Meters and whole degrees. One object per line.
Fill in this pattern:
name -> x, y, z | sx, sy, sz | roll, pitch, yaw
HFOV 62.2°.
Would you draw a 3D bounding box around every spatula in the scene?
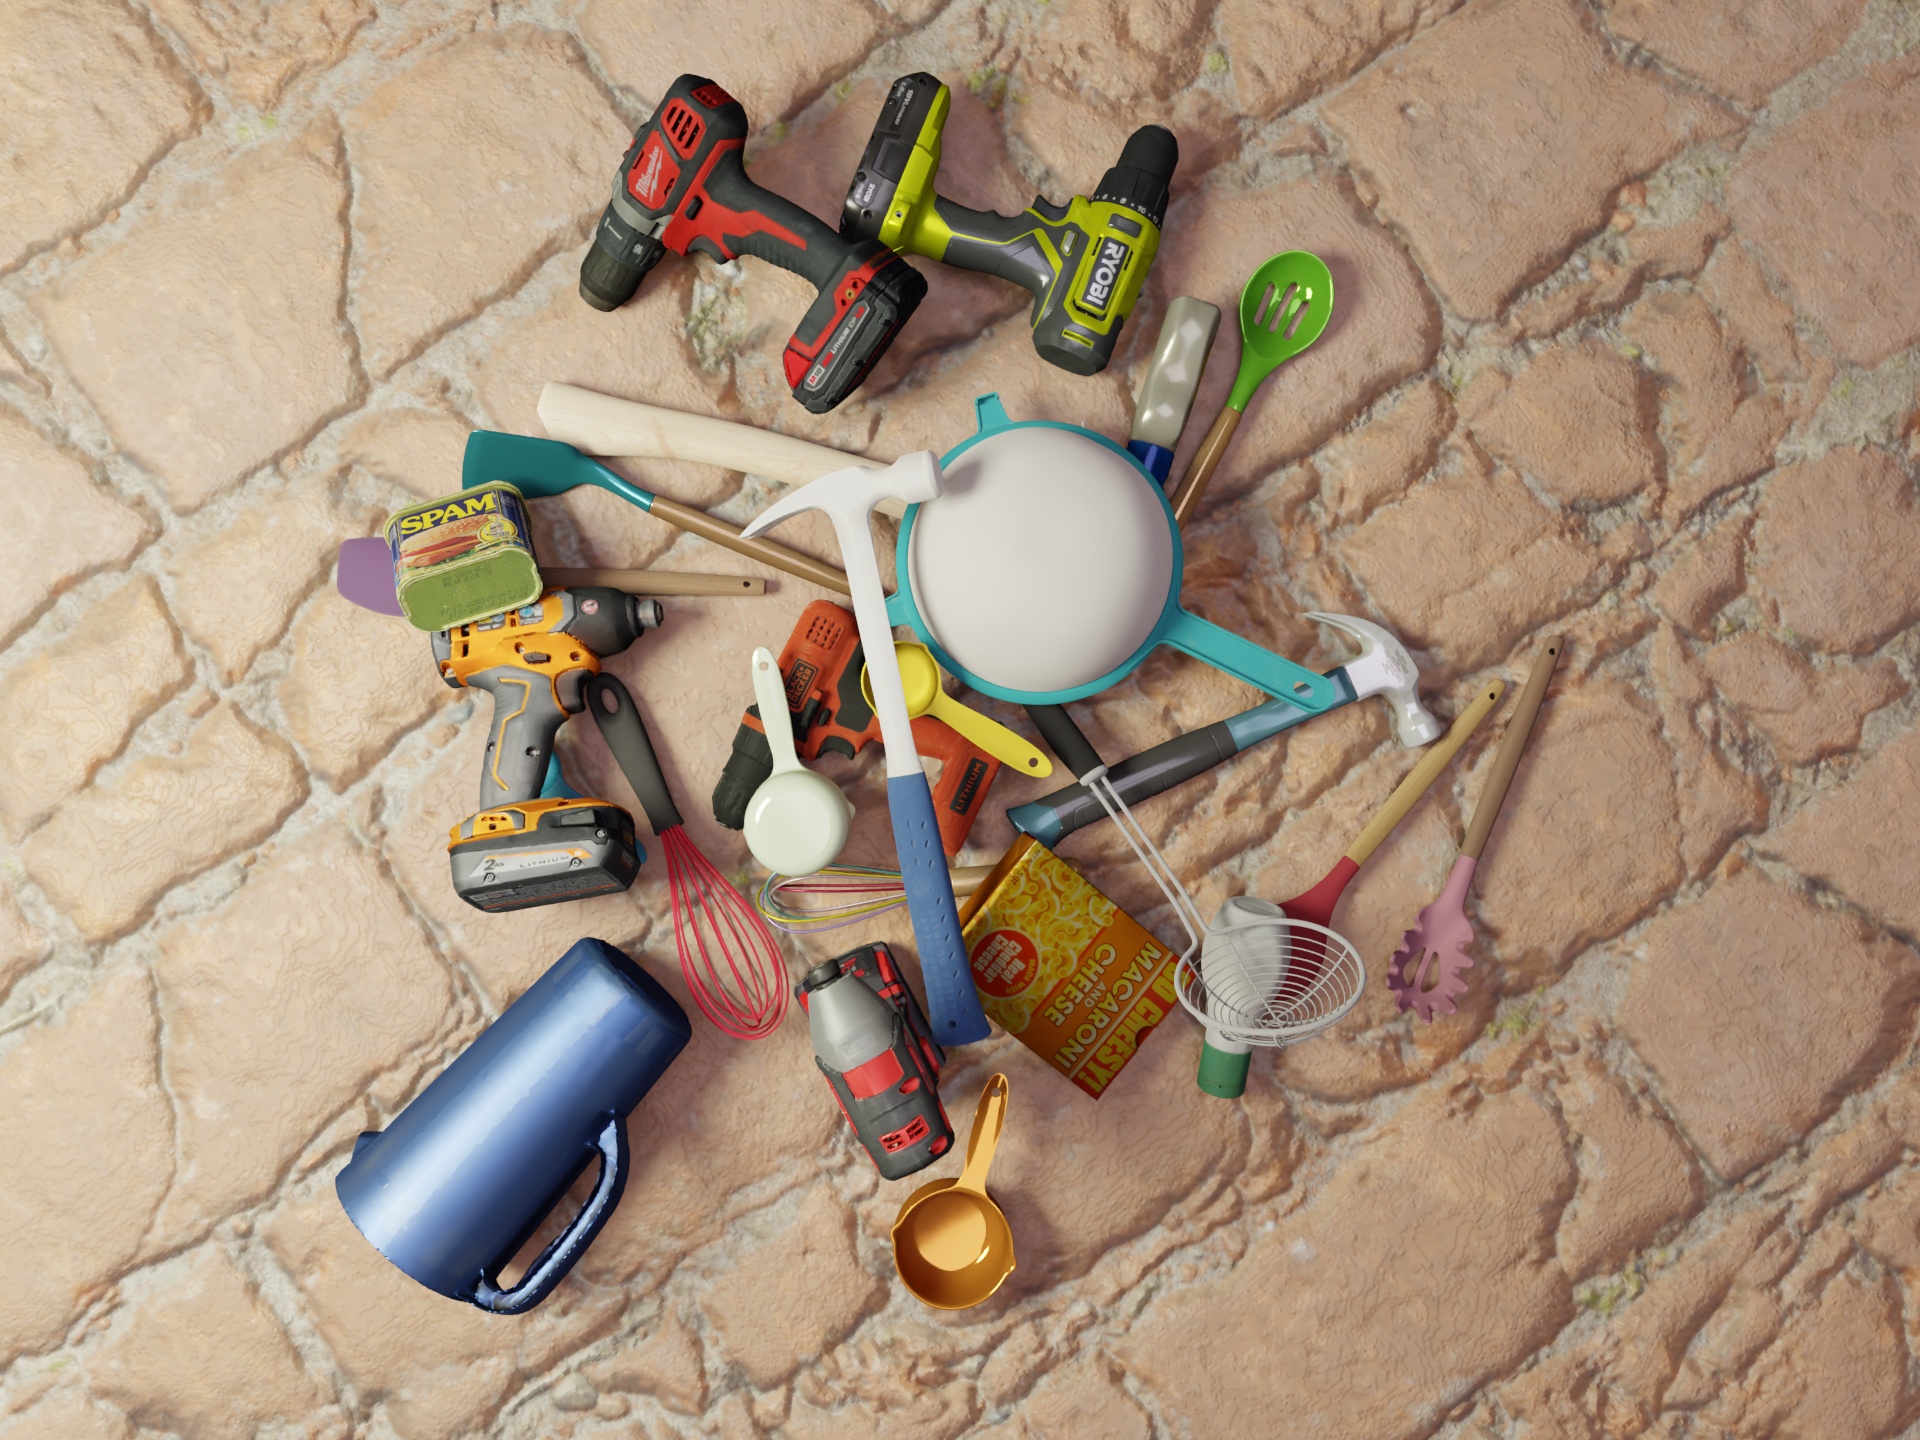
spatula -> -0.208, -0.142, 1.178 | 0.317, 0.082, 0.044 | 21, 52, -7
spatula -> -0.304, -0.104, 1.184 | 0.316, 0.018, 0.060 | 1, 83, -3

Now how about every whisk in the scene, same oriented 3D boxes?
whisk -> -0.030, 0.120, 1.187 | 0.245, 0.047, 0.051 | -5, 101, -8
whisk -> -0.206, 0.097, 1.168 | 0.073, 0.073, 0.296 | -26, 84, -4

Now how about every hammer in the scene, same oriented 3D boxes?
hammer -> 0.193, 0.020, 1.207 | 0.331, 0.033, 0.128 | -24, 91, -4
hammer -> -0.108, -0.198, 1.192 | 0.410, 0.038, 0.146 | 14, 86, -3
hammer -> -0.046, 0.027, 1.104 | 0.144, 0.035, 0.405 | -11, 95, 13

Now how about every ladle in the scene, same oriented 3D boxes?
ladle -> 0.317, 0.089, 1.218 | 0.069, 0.031, 0.315 | 41, 85, 0

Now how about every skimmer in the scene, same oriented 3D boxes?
skimmer -> 0.138, 0.073, 1.122 | 0.127, 0.090, 0.363 | -25, 69, -27

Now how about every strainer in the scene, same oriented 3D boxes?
strainer -> 0.115, -0.091, 1.124 | 0.340, 0.095, 0.211 | 26, 85, 3

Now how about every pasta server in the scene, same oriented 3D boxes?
pasta server -> 0.401, 0.080, 1.217 | 0.060, 0.040, 0.316 | 23, 86, 8

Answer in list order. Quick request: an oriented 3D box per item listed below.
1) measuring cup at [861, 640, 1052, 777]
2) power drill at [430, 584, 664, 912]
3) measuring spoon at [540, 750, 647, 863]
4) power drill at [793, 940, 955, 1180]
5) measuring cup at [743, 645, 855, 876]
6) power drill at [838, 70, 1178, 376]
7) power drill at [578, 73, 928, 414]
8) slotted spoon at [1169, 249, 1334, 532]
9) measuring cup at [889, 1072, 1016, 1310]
measuring cup -> -0.002, -0.004, 1.145 | 0.156, 0.029, 0.062 | 32, 92, -10
power drill -> -0.284, 0.009, 1.124 | 0.164, 0.084, 0.227 | -10, 69, 1
measuring spoon -> -0.285, 0.064, 1.185 | 0.128, 0.021, 0.042 | 42, 82, -11
power drill -> -0.063, 0.220, 1.090 | 0.078, 0.219, 0.143 | -28, 91, -4
measuring cup -> -0.126, 0.030, 1.128 | 0.083, 0.038, 0.167 | -12, 96, 1
power drill -> 0.041, -0.387, 1.189 | 0.228, 0.080, 0.190 | 22, 87, -6
power drill -> -0.159, -0.322, 1.147 | 0.226, 0.080, 0.188 | 39, 122, -5
slotted spoon -> 0.195, -0.215, 1.218 | 0.070, 0.031, 0.314 | 28, 89, -2
measuring cup -> 0.005, 0.342, 1.176 | 0.095, 0.052, 0.173 | 16, 85, -3
